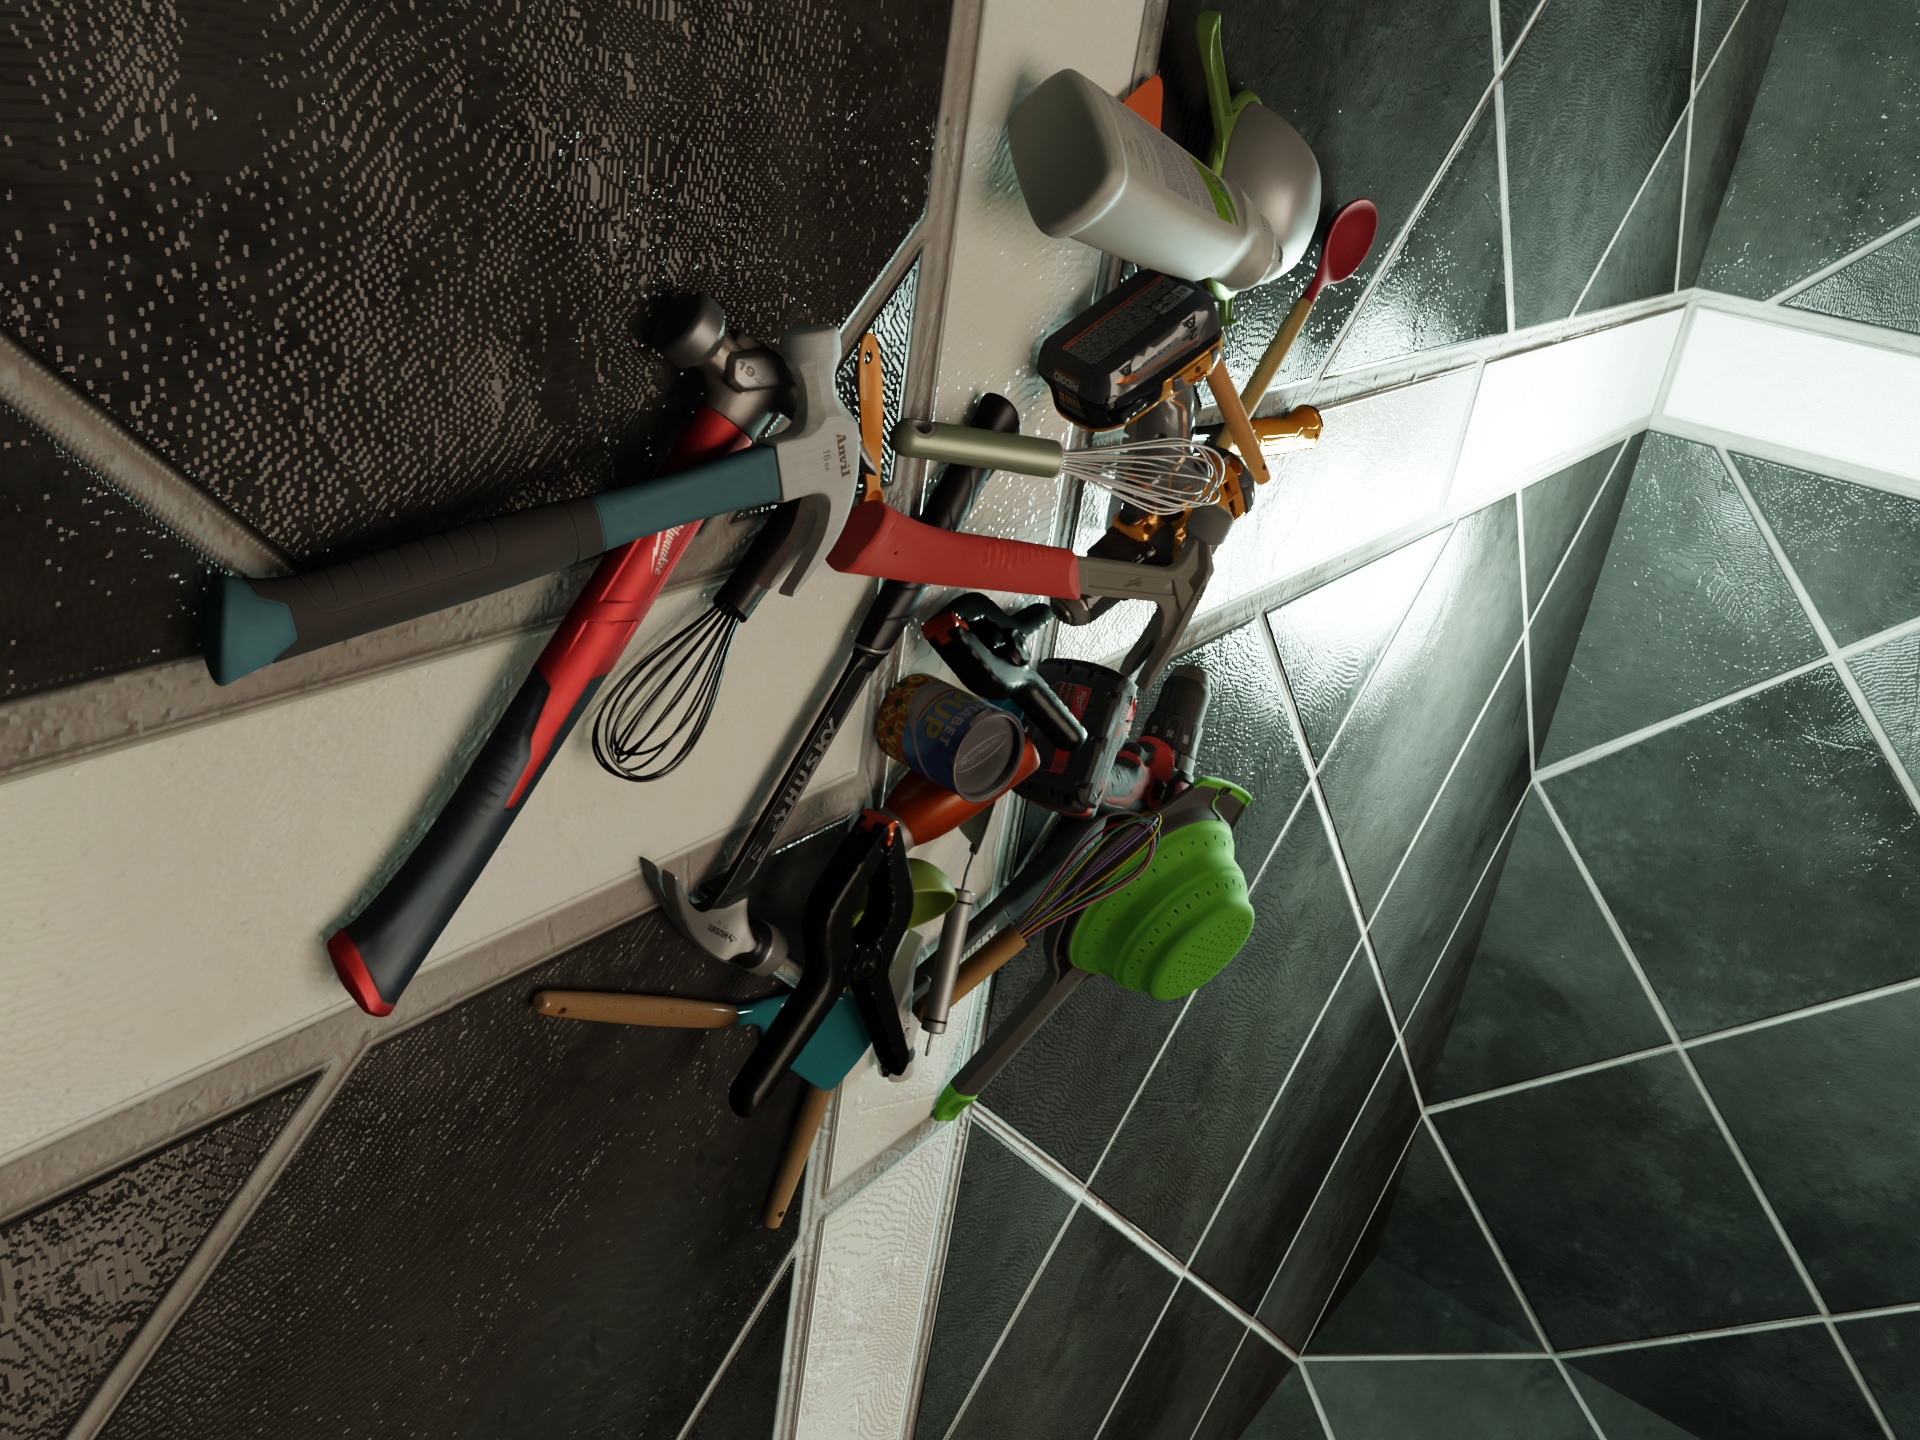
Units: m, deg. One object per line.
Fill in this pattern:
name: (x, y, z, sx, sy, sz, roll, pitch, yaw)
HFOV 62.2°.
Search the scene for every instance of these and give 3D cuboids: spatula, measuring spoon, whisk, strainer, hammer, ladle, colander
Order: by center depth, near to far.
hammer: (-0.184, -0.089, 0.739, 0.331, 0.033, 0.128, -24, 119, -34)
hammer: (-0.187, -0.019, 0.814, 0.143, 0.038, 0.386, 37, 81, -41)
whisk: (-0.127, -0.063, 0.901, 0.239, 0.055, 0.055, -58, 149, -21)
measuring spoon: (-0.057, -0.179, 0.968, 0.021, 0.011, 0.116, -33, 133, -44)
hammer: (-0.069, -0.034, 1.026, 0.409, 0.036, 0.149, -61, 149, -9)
spatula: (-0.159, 0.198, 1.037, 0.082, 0.044, 0.317, -53, 150, 8)
whisk: (0.067, -0.169, 1.039, 0.246, 0.058, 0.059, 4, 137, -25)
hammer: (0.047, -0.093, 1.065, 0.359, 0.037, 0.149, 0, 123, -47)
strainer: (0.217, -0.409, 1.142, 0.256, 0.069, 0.151, 52, 53, -63)
spatula: (0.171, -0.302, 1.158, 0.081, 0.041, 0.322, -50, 126, -26)
measuring spoon: (-0.002, -0.004, 1.179, 0.128, 0.021, 0.042, -1, 124, -48)
ladle: (-0.085, 0.246, 1.181, 0.078, 0.062, 0.320, 9, 107, -42)
strainer: (0.001, 0.124, 1.197, 0.087, 0.050, 0.258, 121, -18, -83)
whisk: (0.061, 0.151, 1.231, 0.245, 0.047, 0.051, -39, 139, -5)
hammer: (0.040, 0.150, 1.331, 0.335, 0.035, 0.146, -38, 141, -40)
colander: (0.125, 0.226, 1.347, 0.397, 0.095, 0.204, -50, 147, 13)
ladle: (0.283, -0.335, 1.348, 0.315, 0.031, 0.069, -58, 145, -27)
hammer: (0.229, -0.232, 1.361, 0.337, 0.034, 0.127, -18, 125, -52)

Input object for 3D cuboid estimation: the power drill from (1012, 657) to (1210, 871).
power drill: (0.138, 0.017, 1.326, 0.226, 0.080, 0.188, 32, 76, -56)

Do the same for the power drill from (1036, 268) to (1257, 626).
power drill: (0.123, -0.186, 1.153, 0.185, 0.084, 0.226, -38, 139, -14)
